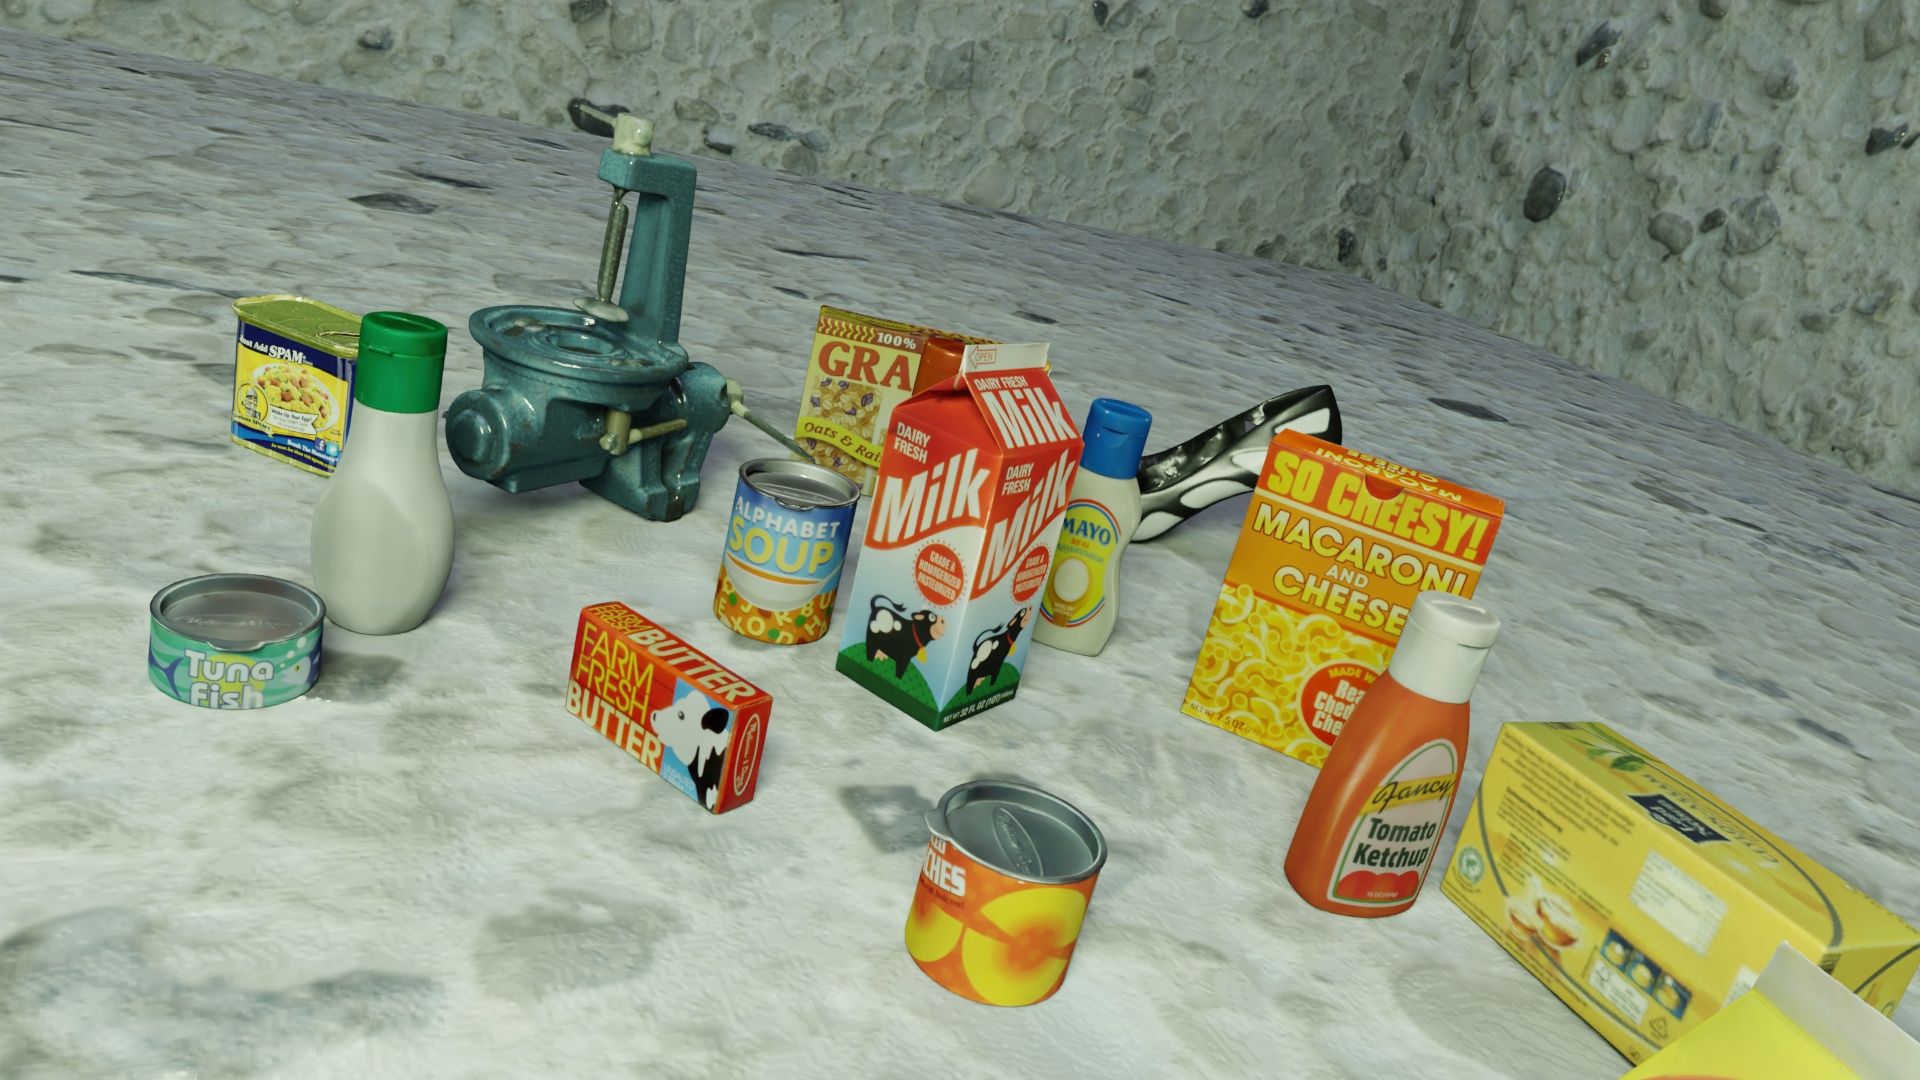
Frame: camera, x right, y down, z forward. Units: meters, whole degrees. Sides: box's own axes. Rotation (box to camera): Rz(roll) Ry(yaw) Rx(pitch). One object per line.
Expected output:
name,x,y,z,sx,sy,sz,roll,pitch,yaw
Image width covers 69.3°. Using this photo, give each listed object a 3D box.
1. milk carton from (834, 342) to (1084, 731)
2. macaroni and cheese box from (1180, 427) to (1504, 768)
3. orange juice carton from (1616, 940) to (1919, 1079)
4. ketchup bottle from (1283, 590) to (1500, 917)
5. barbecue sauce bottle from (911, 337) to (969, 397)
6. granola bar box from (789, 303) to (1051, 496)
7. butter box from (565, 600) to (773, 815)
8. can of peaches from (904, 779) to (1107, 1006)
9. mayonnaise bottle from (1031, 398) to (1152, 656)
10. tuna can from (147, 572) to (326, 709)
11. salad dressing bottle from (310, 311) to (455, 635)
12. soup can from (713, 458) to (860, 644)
milk carton,0.003,-0.009,0.705,0.073,0.189,0.072,27,23,31
macaroni and cheese box,0.204,0.038,0.751,0.124,0.165,0.040,21,20,17
orange juice carton,0.163,0.184,0.295,0.073,0.192,0.072,6,21,-23
ketchup bottle,0.196,0.095,0.619,0.065,0.148,0.044,6,21,-21
barbecue sauce bottle,-0.021,-0.050,0.859,0.044,0.148,0.065,24,22,25
granola bar box,-0.032,-0.090,0.995,0.166,0.123,0.039,11,20,-10
butter box,-0.129,0.070,0.604,0.103,0.053,0.024,27,23,31
can of peaches,0.014,0.133,0.528,0.071,0.057,0.071,13,20,-5
mayonnaise bottle,0.075,-0.009,0.815,0.065,0.147,0.041,17,20,8
tuna can,-0.305,0.043,0.586,0.071,0.032,0.071,13,20,-5
salad dressing bottle,-0.264,-0.031,0.643,0.064,0.147,0.044,16,20,6
soup can,-0.095,0.006,0.753,0.071,0.083,0.071,13,20,-5
